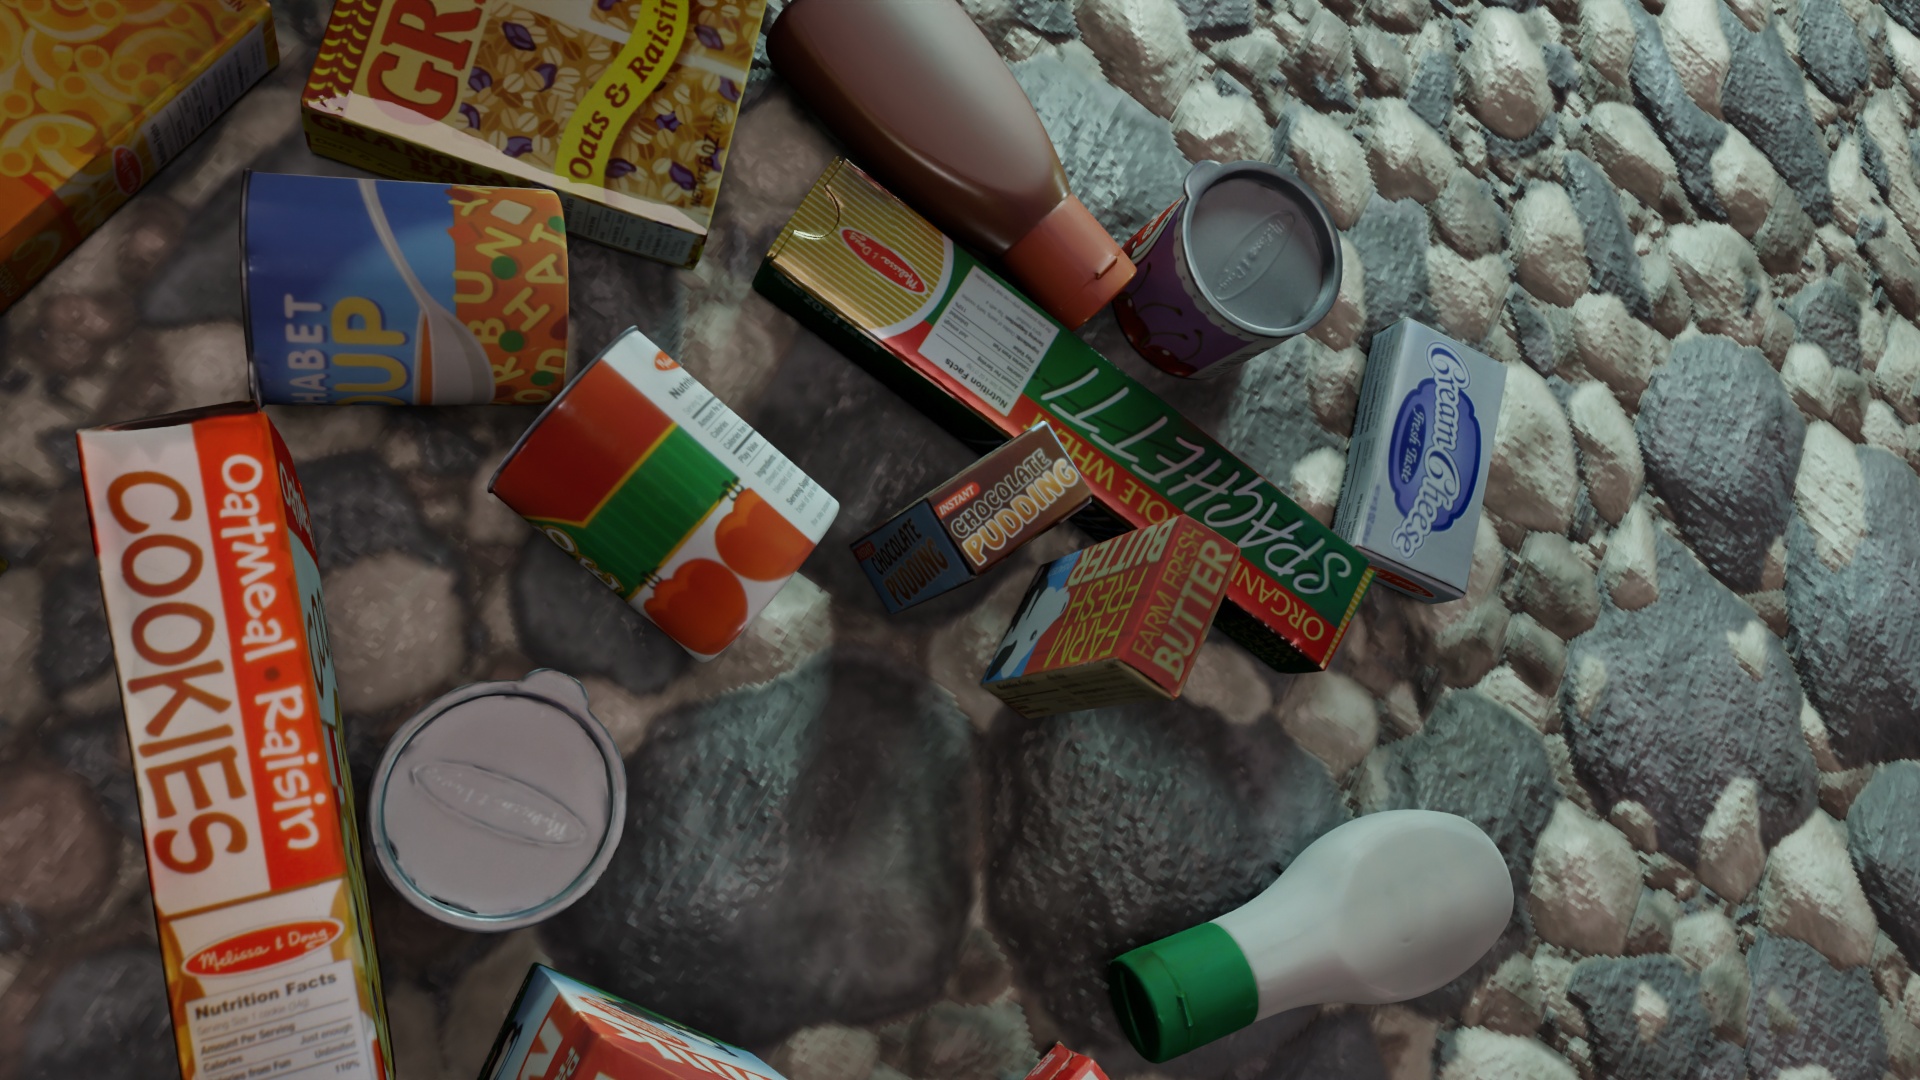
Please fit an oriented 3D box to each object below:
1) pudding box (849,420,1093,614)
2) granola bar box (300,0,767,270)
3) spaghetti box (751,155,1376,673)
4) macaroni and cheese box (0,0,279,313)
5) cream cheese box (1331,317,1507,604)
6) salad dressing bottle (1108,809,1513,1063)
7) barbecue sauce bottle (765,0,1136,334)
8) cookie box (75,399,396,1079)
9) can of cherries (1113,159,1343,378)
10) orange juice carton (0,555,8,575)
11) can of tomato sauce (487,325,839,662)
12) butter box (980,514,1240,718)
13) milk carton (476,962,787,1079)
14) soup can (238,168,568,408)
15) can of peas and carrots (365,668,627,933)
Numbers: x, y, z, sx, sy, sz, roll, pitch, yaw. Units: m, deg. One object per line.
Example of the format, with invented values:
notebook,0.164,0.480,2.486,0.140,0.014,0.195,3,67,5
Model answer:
pudding box,0.002,-0.006,0.447,0.050,0.083,0.030,-34,93,-23
granola bar box,-0.127,-0.186,0.457,0.124,0.039,0.166,15,75,-17
spaghetti box,0.042,-0.039,0.499,0.250,0.028,0.050,36,69,-11
macaroni and cheese box,-0.297,-0.126,0.379,0.123,0.040,0.167,39,68,-10
cream cheese box,0.183,-0.032,0.555,0.053,0.024,0.104,22,73,-16
salad dressing bottle,0.124,0.140,0.489,0.148,0.044,0.064,-14,87,-22
barbecue sauce bottle,0.002,-0.140,0.496,0.148,0.043,0.065,47,68,-8
cookie box,-0.173,0.063,0.345,0.040,0.122,0.167,-10,83,-23
can of cherries,0.096,-0.101,0.517,0.071,0.058,0.071,4,79,-20
orange juice carton,-0.325,0.059,0.314,0.072,0.073,0.193,36,70,-12
can of tomato sauce,-0.090,-0.012,0.424,0.083,0.071,0.071,41,69,-10
butter box,0.046,0.027,0.448,0.024,0.103,0.053,32,70,-14
milk carton,-0.076,0.156,0.328,0.073,0.190,0.072,29,72,-14
soup can,-0.161,-0.069,0.406,0.084,0.071,0.071,-2,81,-22
can of peas and carrots,-0.131,0.072,0.394,0.071,0.058,0.071,4,78,-21
